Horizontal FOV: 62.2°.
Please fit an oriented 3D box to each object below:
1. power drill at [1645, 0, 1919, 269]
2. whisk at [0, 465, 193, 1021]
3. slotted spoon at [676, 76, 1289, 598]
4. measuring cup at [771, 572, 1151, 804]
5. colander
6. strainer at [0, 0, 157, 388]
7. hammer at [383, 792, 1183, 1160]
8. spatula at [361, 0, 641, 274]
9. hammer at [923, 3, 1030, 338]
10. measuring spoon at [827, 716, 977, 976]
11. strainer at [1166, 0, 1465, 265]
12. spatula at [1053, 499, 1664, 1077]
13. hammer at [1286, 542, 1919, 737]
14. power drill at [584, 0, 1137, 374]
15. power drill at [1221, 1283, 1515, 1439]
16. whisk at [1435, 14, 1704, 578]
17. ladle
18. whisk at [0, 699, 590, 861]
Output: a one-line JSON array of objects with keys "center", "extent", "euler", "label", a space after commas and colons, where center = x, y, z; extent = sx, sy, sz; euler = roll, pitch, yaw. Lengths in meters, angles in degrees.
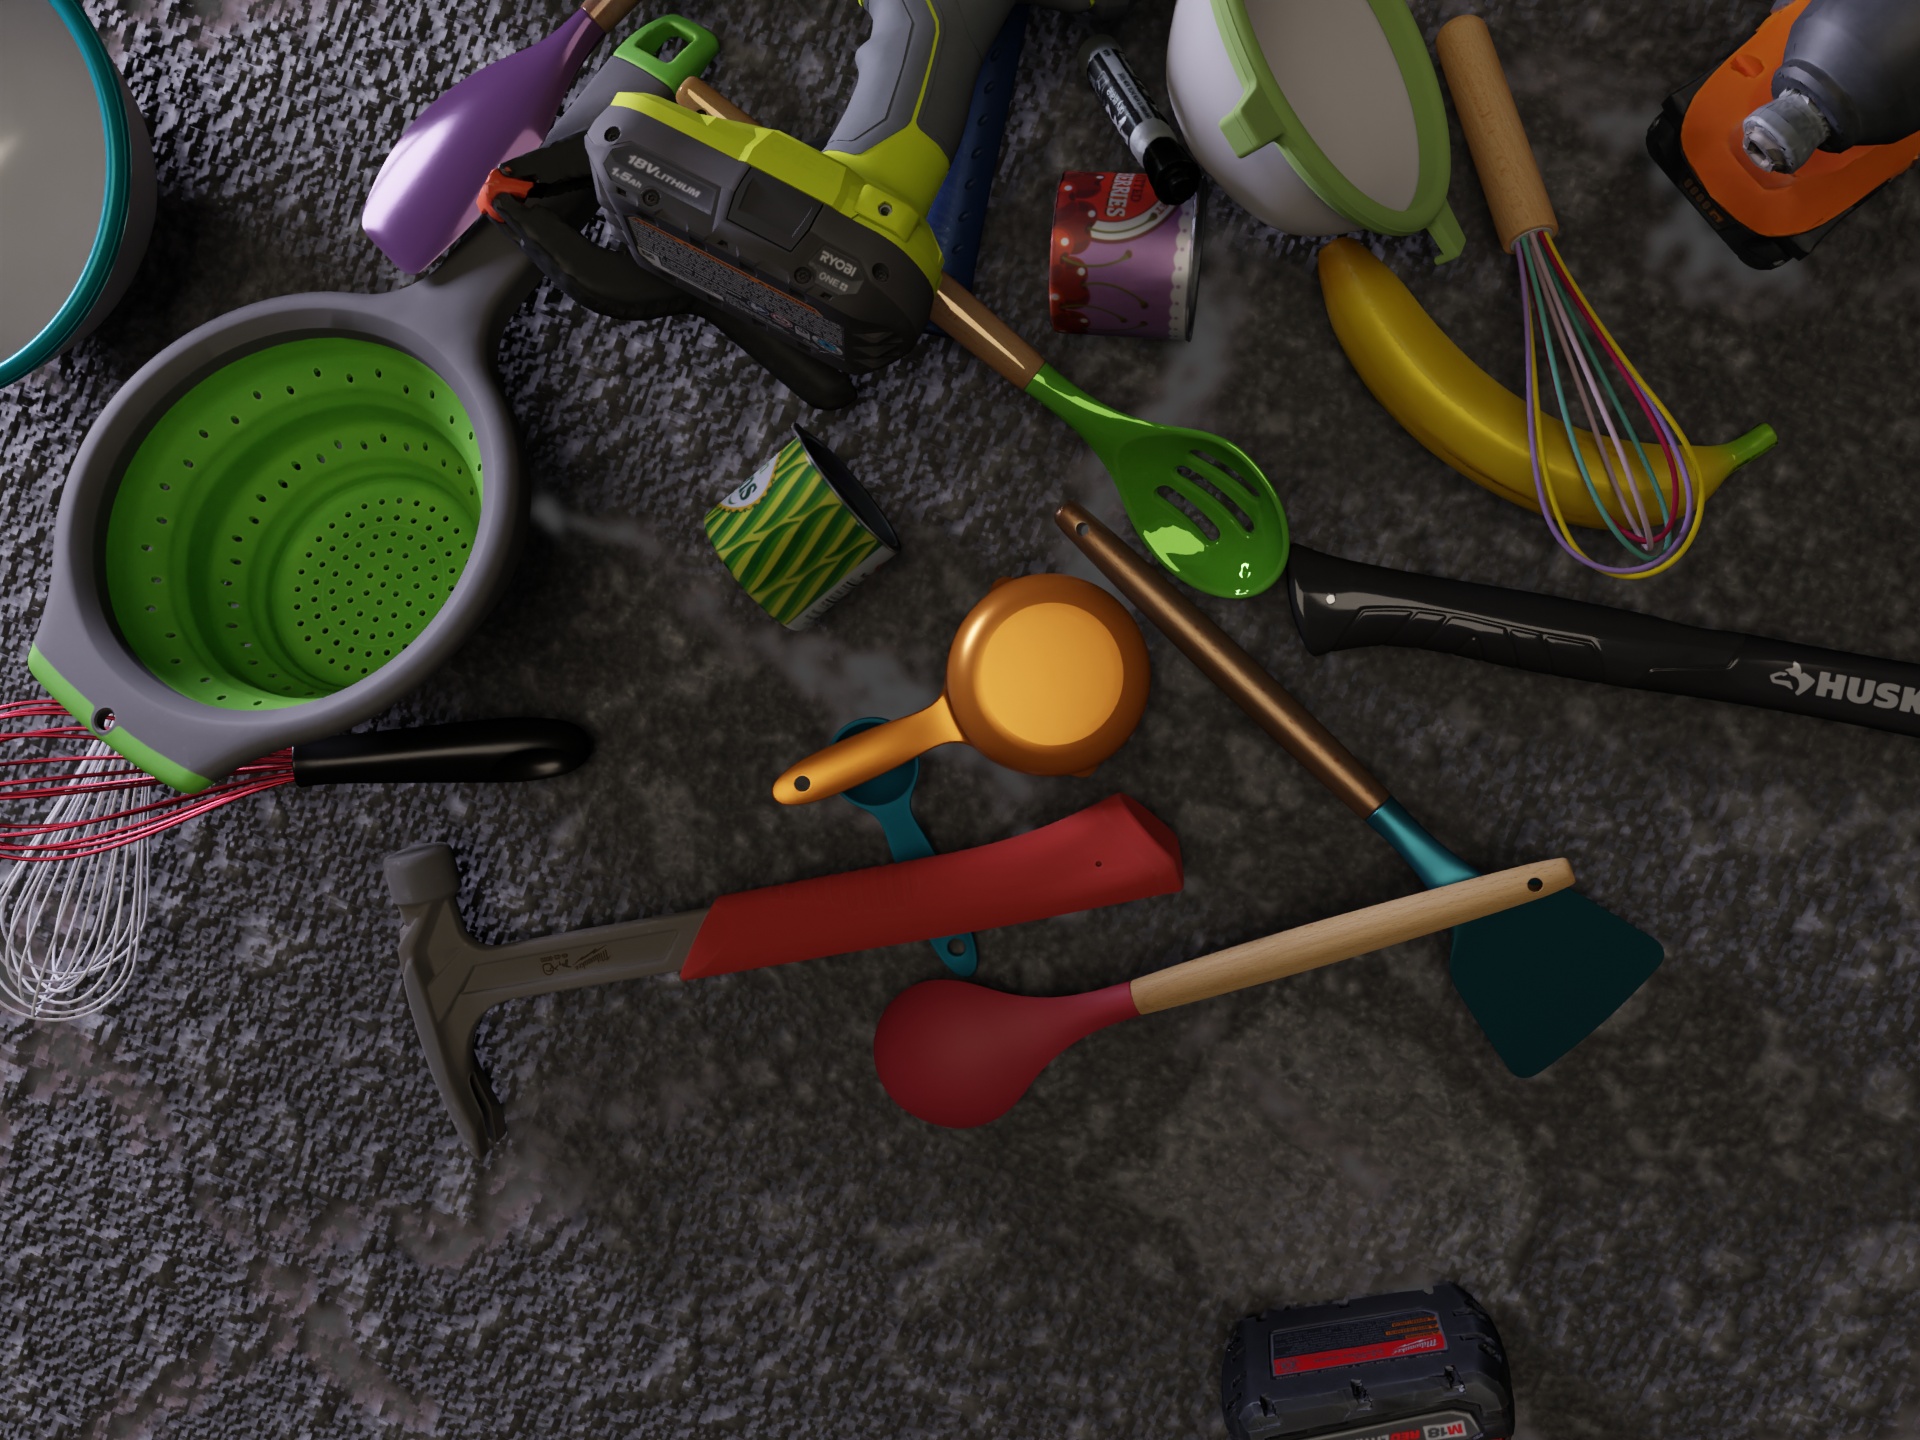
[{"center": [0.309, -0.224, 0.530], "extent": [0.164, 0.226, 0.084], "euler": [-40, 87, 10], "label": "power drill"}, {"center": [-0.401, 0.010, 0.762], "extent": [0.070, 0.070, 0.284], "euler": [19, 93, 8], "label": "whisk"}, {"center": [0.012, -0.160, 0.657], "extent": [0.313, 0.031, 0.070], "euler": [38, 138, -6], "label": "slotted spoon"}, {"center": [-0.001, -0.002, 0.672], "extent": [0.173, 0.052, 0.095], "euler": [-24, 90, -3], "label": "measuring cup"}, {"center": [-0.227, -0.141, 0.710], "extent": [0.204, 0.094, 0.397], "euler": [33, 81, 15], "label": "colander"}, {"center": [-0.413, -0.295, 0.721], "extent": [0.211, 0.095, 0.340], "euler": [40, 98, 2], "label": "strainer"}, {"center": [-0.079, 0.100, 0.707], "extent": [0.359, 0.037, 0.149], "euler": [-11, 100, 12], "label": "hammer"}, {"center": [-0.138, -0.315, 0.670], "extent": [0.316, 0.018, 0.060], "euler": [-45, 72, 3], "label": "spatula"}, {"center": [0.032, -0.362, 0.652], "extent": [0.144, 0.035, 0.405], "euler": [13, 101, 3], "label": "hammer"}, {"center": [-0.021, 0.056, 0.720], "extent": [0.042, 0.021, 0.128], "euler": [-22, 99, 13], "label": "measuring spoon"}, {"center": [0.116, -0.298, 0.635], "extent": [0.069, 0.151, 0.256], "euler": [-22, 70, 43], "label": "strainer"}, {"center": [0.157, 0.019, 0.677], "extent": [0.317, 0.044, 0.082], "euler": [45, 102, 8], "label": "spatula"}, {"center": [0.298, -0.030, 0.645], "extent": [0.335, 0.035, 0.146], "euler": [11, 97, 9], "label": "hammer"}, {"center": [-0.045, -0.268, 0.600], "extent": [0.190, 0.080, 0.228], "euler": [27, 85, -1], "label": "power drill"}, {"center": [0.214, 0.363, 0.670], "extent": [0.188, 0.080, 0.226], "euler": [-13, 95, 11], "label": "power drill"}, {"center": [0.233, -0.170, 0.618], "extent": [0.051, 0.047, 0.245], "euler": [-6, 74, -25], "label": "whisk"}, {"center": [0.099, 0.111, 0.671], "extent": [0.315, 0.031, 0.069], "euler": [-20, 91, 18], "label": "ladle"}, {"center": [-0.317, 0.020, 0.715], "extent": [0.295, 0.073, 0.073], "euler": [-4, 94, -10], "label": "whisk"}]
